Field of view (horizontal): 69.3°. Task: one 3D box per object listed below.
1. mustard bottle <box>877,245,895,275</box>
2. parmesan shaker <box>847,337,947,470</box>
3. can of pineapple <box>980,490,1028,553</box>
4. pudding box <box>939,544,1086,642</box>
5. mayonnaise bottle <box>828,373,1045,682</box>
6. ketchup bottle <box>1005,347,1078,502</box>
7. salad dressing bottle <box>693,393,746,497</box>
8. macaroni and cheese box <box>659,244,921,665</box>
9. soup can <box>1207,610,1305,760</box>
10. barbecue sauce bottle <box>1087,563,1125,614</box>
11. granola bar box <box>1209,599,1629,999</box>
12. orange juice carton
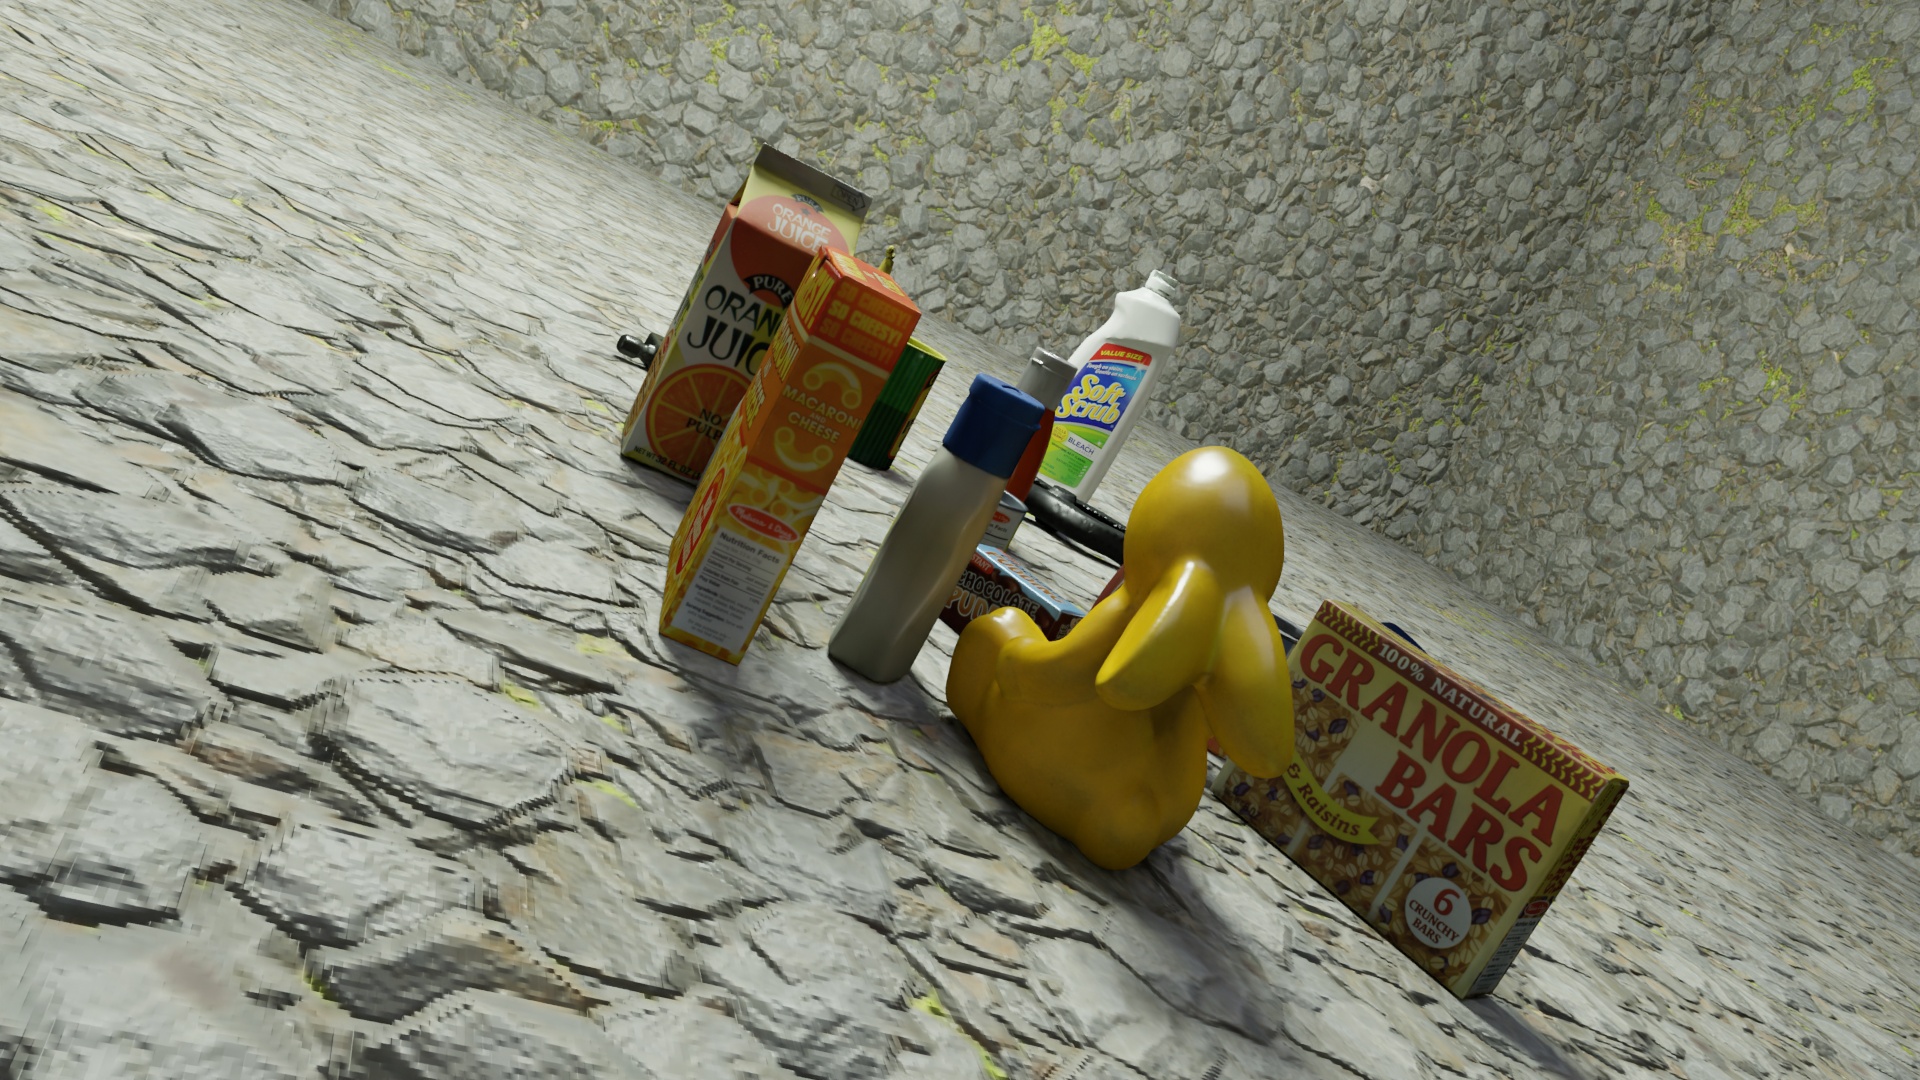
[{"bbox_3d":[-0.089,-0.172,1.162,0.065,0.160,0.049,28,11,-2],"label":"mustard bottle"},{"bbox_3d":[-0.064,-0.117,1.123,0.071,0.103,0.071,27,11,-6],"label":"parmesan shaker"},{"bbox_3d":[0.003,-0.012,0.937,0.071,0.057,0.071,27,11,-6],"label":"can of pineapple"},{"bbox_3d":[0.028,0.042,0.783,0.030,0.049,0.084,16,17,-48],"label":"pudding box"},{"bbox_3d":[-0.010,-0.006,0.655,0.041,0.147,0.065,30,11,7],"label":"mayonnaise bottle"},{"bbox_3d":[0.040,-0.076,1.071,0.043,0.148,0.065,17,16,-46],"label":"ketchup bottle"},{"bbox_3d":[-0.094,-0.073,0.752,0.044,0.147,0.064,32,12,19],"label":"salad dressing bottle"},{"bbox_3d":[-0.079,-0.044,0.615,0.040,0.166,0.124,25,12,-16],"label":"macaroni and cheese box"},{"bbox_3d":[0.171,0.084,0.846,0.071,0.083,0.071,27,11,-6],"label":"soup can"},{"bbox_3d":[0.118,0.029,0.800,0.065,0.148,0.044,28,11,1],"label":"barbecue sauce bottle"},{"bbox_3d":[0.222,0.123,0.692,0.039,0.124,0.166,17,16,-46],"label":"granola bar box"},{"bbox_3d":[-0.124,-0.127,0.805,0.072,0.192,0.073,24,12,-20],"label":"orange juice carton"}]
